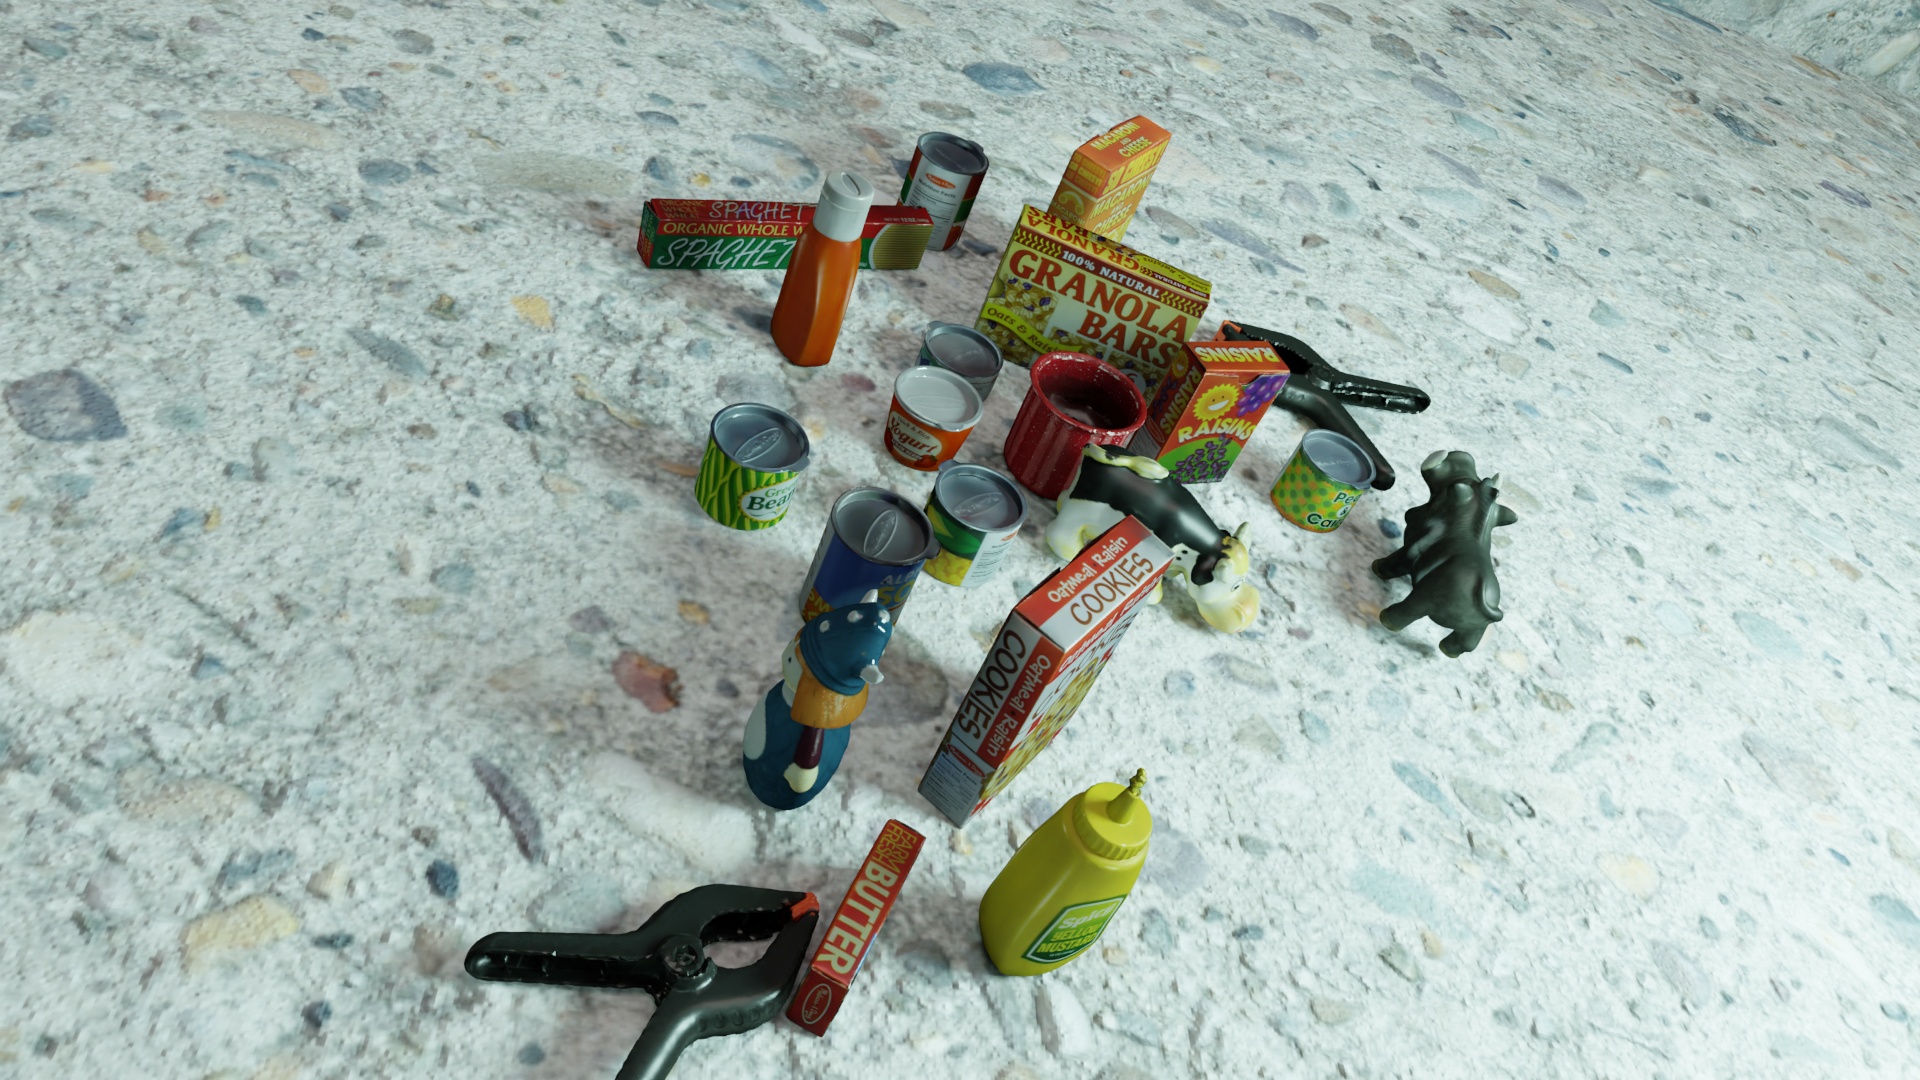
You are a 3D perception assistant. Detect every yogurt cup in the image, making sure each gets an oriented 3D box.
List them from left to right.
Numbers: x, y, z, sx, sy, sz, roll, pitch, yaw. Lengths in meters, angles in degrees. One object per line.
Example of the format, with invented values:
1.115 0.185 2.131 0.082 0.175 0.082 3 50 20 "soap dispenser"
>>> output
-0.023 -0.088 1.027 0.072 0.053 0.073 14 42 -13 "yogurt cup"

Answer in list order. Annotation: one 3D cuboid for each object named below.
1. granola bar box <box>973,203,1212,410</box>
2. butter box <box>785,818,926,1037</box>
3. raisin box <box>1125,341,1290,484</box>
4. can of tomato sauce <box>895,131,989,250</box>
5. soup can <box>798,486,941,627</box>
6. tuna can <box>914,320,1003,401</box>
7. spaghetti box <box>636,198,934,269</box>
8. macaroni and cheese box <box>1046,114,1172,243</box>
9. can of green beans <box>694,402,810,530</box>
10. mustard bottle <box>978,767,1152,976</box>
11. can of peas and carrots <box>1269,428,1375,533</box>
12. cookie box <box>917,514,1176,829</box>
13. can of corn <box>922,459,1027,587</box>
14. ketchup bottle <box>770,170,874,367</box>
0.104 -0.186 1.138 0.165 0.123 0.039 22 41 -4 "granola bar box"
-0.053 0.197 0.715 0.024 0.052 0.104 28 41 3 "butter box"
0.191 -0.098 1.089 0.086 0.122 0.040 -4 49 -29 "raisin box"
-0.018 -0.312 1.240 0.071 0.082 0.071 14 42 -13 "can of tomato sauce"
-0.058 0.020 0.875 0.071 0.083 0.072 14 42 -13 "soup can"
-0.004 -0.142 1.108 0.071 0.032 0.071 14 42 -13 "tuna can"
-0.140 -0.250 1.142 0.251 0.049 0.029 -7 50 -31 "spaghetti box"
0.109 -0.275 1.200 0.040 0.165 0.124 36 42 12 "macaroni and cheese box"
-0.140 -0.049 0.926 0.071 0.057 0.071 14 42 -13 "can of green beans"
0.061 0.169 0.719 0.065 0.159 0.049 -4 49 -29 "mustard bottle"
0.297 -0.047 1.136 0.071 0.058 0.071 14 42 -13 "can of peas and carrots"
0.048 0.076 0.805 0.040 0.166 0.123 39 43 15 "cookie box"
0.003 -0.012 0.957 0.071 0.058 0.071 14 42 -13 "can of corn"
-0.103 -0.203 1.036 0.044 0.148 0.065 -6 50 -31 "ketchup bottle"
